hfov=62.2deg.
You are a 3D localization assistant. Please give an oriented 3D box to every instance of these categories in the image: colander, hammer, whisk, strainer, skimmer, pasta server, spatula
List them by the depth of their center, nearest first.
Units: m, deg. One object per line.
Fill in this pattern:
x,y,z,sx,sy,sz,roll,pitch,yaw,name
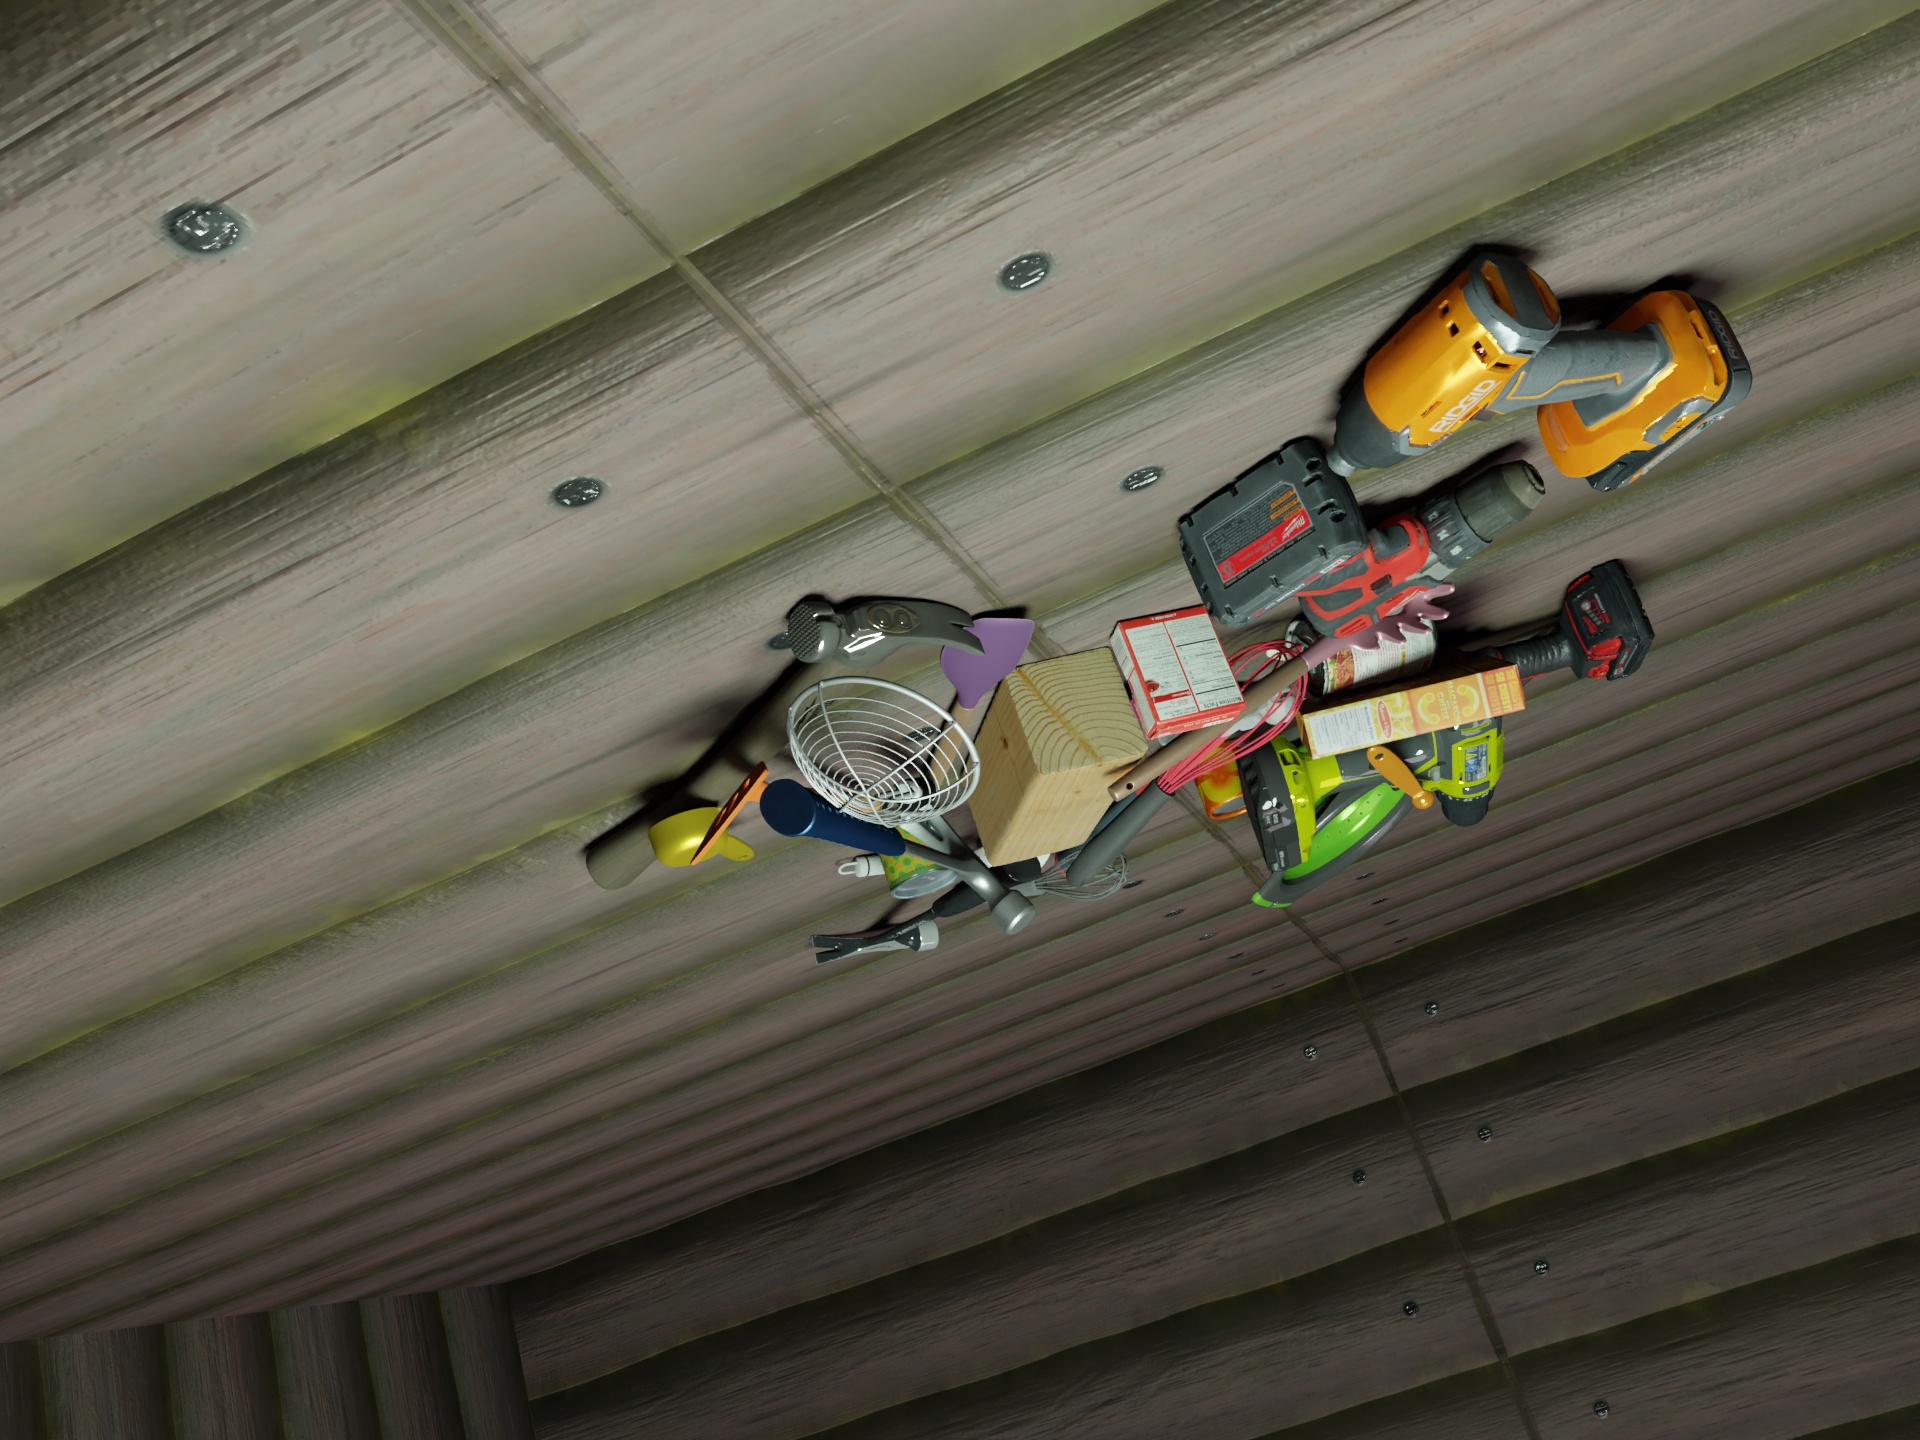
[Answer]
-0.038,0.024,1.132,0.127,0.090,0.363,15,180,6,skimmer
-0.153,0.029,1.153,0.146,0.038,0.410,-1,154,-42,hammer
-0.115,0.063,1.170,0.081,0.041,0.322,-51,164,8,spatula
-0.052,0.090,1.205,0.035,0.144,0.405,-47,159,4,hammer
0.243,-0.029,1.210,0.316,0.060,0.040,-33,-169,-13,pasta server
-0.002,-0.004,1.221,0.059,0.018,0.315,0,155,-11,spatula
0.181,0.042,1.311,0.073,0.073,0.295,6,133,-47,whisk
0.164,0.071,1.514,0.143,0.038,0.386,-12,159,-27,hammer
0.002,0.133,1.543,0.258,0.050,0.086,-4,141,-26,strainer
0.422,0.024,1.581,0.397,0.095,0.204,-45,153,16,colander
-0.026,0.188,1.581,0.149,0.036,0.409,-6,165,-25,hammer
0.078,0.163,1.616,0.055,0.055,0.239,3,168,-44,whisk

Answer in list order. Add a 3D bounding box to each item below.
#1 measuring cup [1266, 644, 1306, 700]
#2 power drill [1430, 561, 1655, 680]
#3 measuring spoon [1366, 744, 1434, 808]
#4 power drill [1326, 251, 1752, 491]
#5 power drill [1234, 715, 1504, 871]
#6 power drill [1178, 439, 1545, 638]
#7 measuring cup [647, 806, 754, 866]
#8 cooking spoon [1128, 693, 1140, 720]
0.309,-0.039,1.365,0.083,0.038,0.167,-31,158,31,measuring cup
0.494,-0.060,1.427,0.219,0.079,0.143,-19,159,8,power drill
0.374,0.050,1.349,0.021,0.011,0.116,-35,136,20,measuring spoon
0.335,-0.194,0.947,0.226,0.084,0.164,-1,154,-29,power drill
0.373,0.057,1.424,0.228,0.080,0.190,-17,141,5,power drill
0.276,-0.125,1.074,0.188,0.080,0.226,-34,157,35,power drill
-0.187,0.100,1.214,0.062,0.029,0.156,-23,160,7,measuring cup
0.102,0.034,1.403,0.069,0.017,0.318,-25,166,-34,cooking spoon
